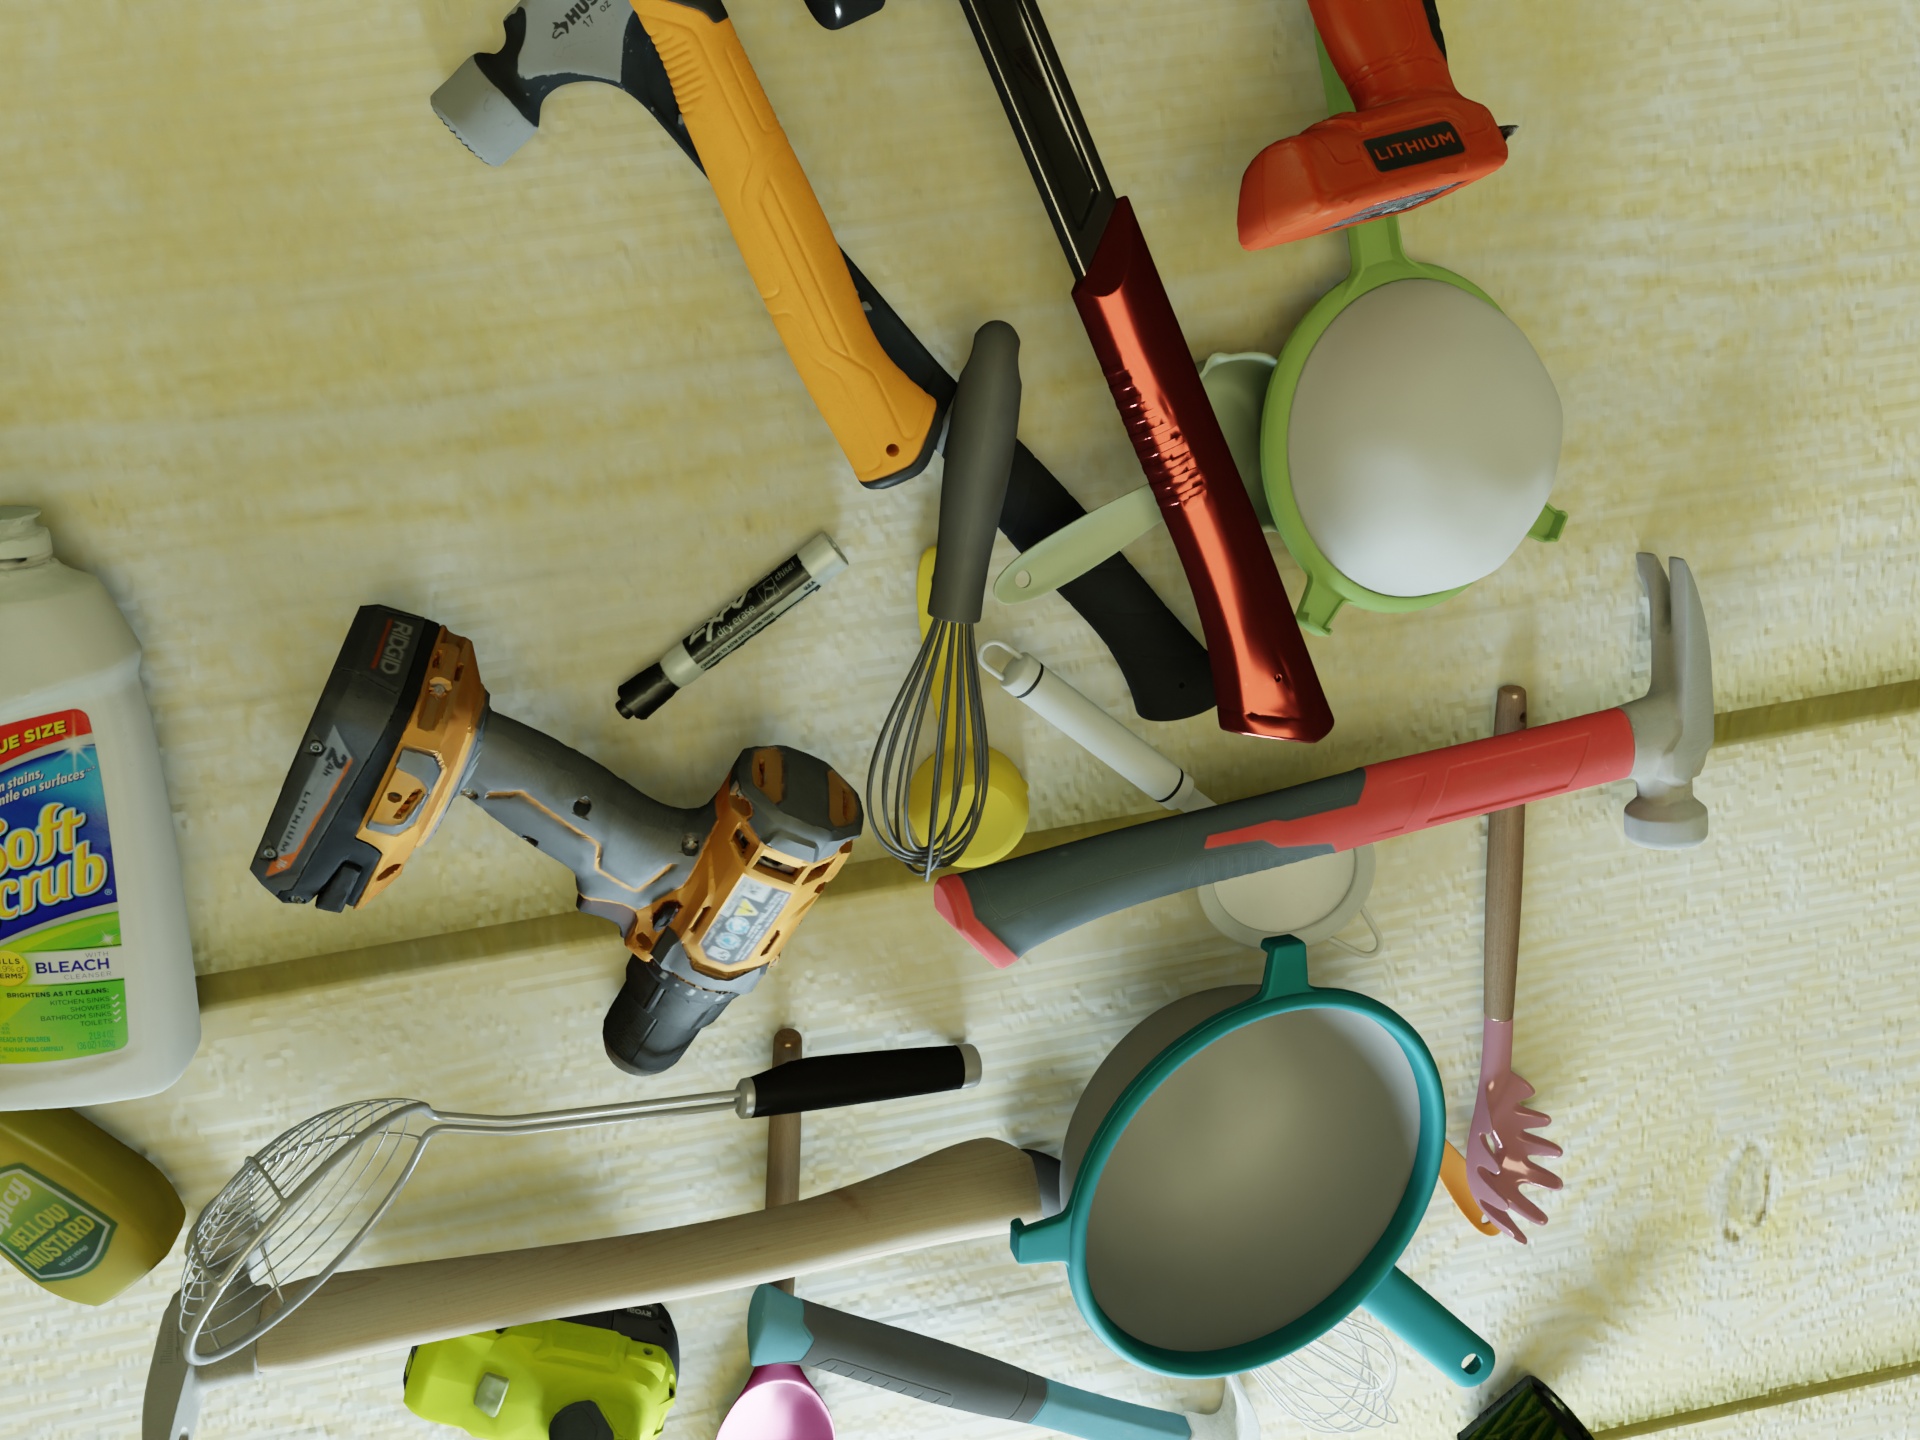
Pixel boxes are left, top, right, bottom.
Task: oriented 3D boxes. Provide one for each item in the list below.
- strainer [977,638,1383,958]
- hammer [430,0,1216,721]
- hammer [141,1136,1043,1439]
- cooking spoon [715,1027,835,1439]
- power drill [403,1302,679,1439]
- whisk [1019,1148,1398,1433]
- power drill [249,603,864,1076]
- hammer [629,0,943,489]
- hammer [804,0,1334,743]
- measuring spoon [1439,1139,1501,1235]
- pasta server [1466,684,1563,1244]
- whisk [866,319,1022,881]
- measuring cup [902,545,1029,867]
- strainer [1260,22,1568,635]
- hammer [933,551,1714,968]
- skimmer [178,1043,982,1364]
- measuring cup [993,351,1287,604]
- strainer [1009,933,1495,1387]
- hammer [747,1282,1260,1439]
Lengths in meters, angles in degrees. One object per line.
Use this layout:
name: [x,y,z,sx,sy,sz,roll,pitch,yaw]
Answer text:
strainer: [0.105,0.034,0.743,0.258,0.050,0.087,36,108,-24]
hammer: [-0.014,-0.145,0.662,0.149,0.036,0.408,-41,114,7]
hammer: [-0.162,0.267,0.747,0.410,0.146,0.038,-9,128,-7]
cooking spoon: [-0.096,0.301,0.842,0.068,0.017,0.318,-1,113,-13]
power drill: [-0.206,0.364,0.736,0.171,0.223,0.080,18,108,-17]
whisk: [0.134,0.310,0.866,0.284,0.070,0.070,36,102,-16]
power drill: [-0.180,0.065,0.694,0.226,0.084,0.185,23,120,-21]
hammer: [-0.099,-0.232,0.571,0.127,0.034,0.336,-27,115,-1]
hammer: [0.076,-0.155,0.624,0.149,0.037,0.359,-29,105,-13]
measuring spoon: [0.277,0.254,0.893,0.021,0.011,0.116,-39,117,-1]
pasta server: [0.288,0.132,0.827,0.060,0.040,0.316,-23,118,-38]
whisk: [-0.001,-0.046,0.664,0.055,0.055,0.239,6,106,-12]
measuring cup: [-0.001,-0.002,0.724,0.062,0.029,0.156,-10,115,-6]
strainer: [0.193,-0.167,0.652,0.151,0.069,0.256,-21,108,-21]
hammer: [0.173,0.026,0.720,0.386,0.038,0.143,-12,104,-15]
skimmer: [-0.150,0.205,0.715,0.363,0.090,0.127,-2,143,-24]
measuring cup: [0.078,-0.096,0.674,0.167,0.038,0.083,-32,109,-13]
strainer: [0.170,0.249,0.828,0.211,0.095,0.340,-48,121,-2]
hammer: [0.028,0.372,0.875,0.330,0.033,0.128,26,105,-23]
